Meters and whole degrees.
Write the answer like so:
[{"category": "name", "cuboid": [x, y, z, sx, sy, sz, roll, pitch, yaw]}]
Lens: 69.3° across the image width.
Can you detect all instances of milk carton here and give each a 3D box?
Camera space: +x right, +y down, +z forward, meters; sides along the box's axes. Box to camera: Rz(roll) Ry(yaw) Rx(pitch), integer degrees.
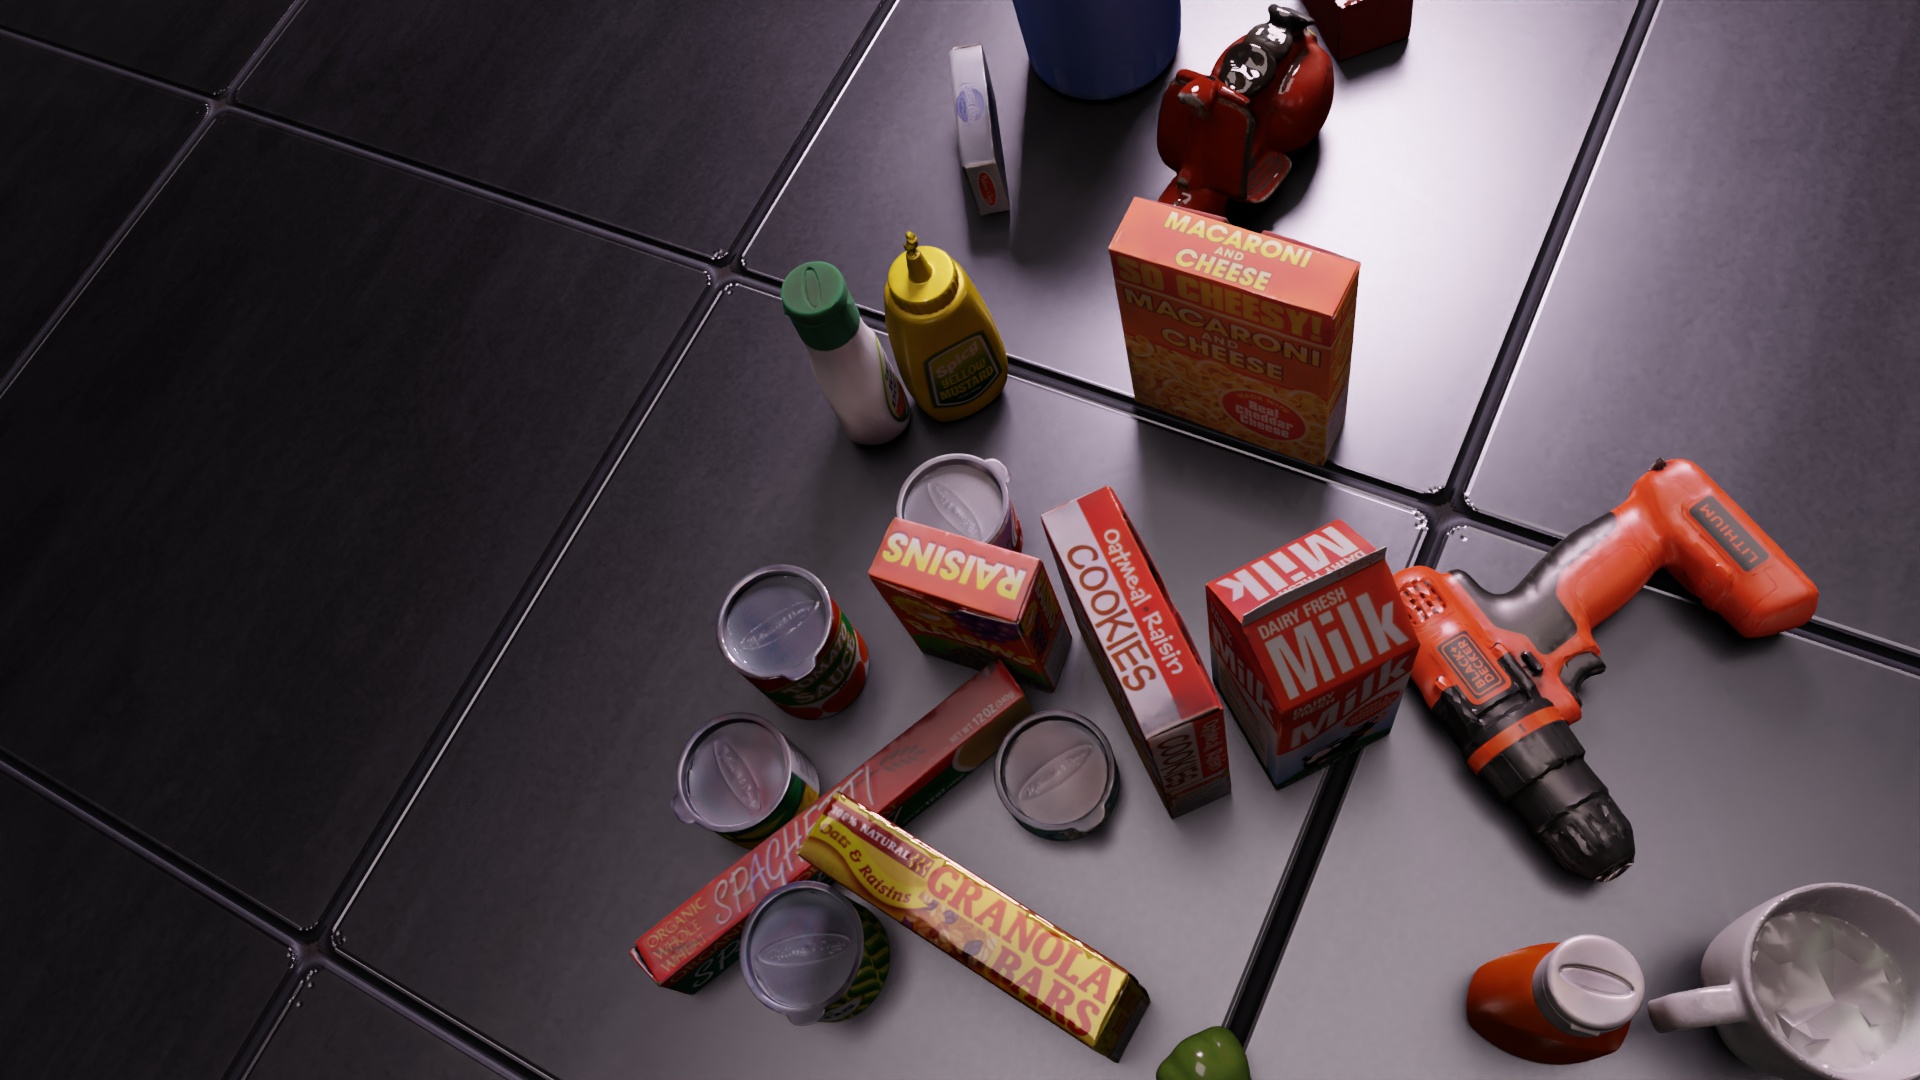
[{"category": "milk carton", "cuboid": [0.169, 0.054, 0.677, 0.072, 0.190, 0.073, -27, 64, 0]}]

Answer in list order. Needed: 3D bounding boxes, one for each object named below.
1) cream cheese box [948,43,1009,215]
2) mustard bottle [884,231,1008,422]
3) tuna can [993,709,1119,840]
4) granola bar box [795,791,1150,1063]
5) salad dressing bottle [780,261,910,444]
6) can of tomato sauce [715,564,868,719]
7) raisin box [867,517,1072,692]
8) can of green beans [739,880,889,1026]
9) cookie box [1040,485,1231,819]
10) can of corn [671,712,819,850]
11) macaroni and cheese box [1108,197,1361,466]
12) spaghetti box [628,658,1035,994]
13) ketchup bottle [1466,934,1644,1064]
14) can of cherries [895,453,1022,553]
[{"category": "cream cheese box", "cuboid": [0.013, -0.276, 0.935, 0.024, 0.053, 0.104, -9, 65, 8]}, {"category": "mustard bottle", "cuboid": [-0.014, -0.128, 0.815, 0.065, 0.159, 0.049, -30, 64, -2]}, {"category": "tuna can", "cuboid": [0.054, 0.130, 0.755, 0.071, 0.032, 0.071, -4, 66, 10]}, {"category": "granola bar box", "cuboid": [0.010, 0.192, 0.686, 0.166, 0.124, 0.039, 27, 75, 22]}, {"category": "salad dressing bottle", "cuboid": [-0.067, -0.109, 0.825, 0.044, 0.147, 0.064, -14, 65, 6]}, {"category": "can of tomato sauce", "cuboid": [-0.092, 0.061, 0.790, 0.071, 0.083, 0.071, -5, 66, 10]}, {"category": "raisin box", "cuboid": [0.008, 0.038, 0.756, 0.086, 0.123, 0.040, 17, 71, 19]}, {"category": "can of green beans", "cuboid": [-0.075, 0.217, 0.730, 0.071, 0.057, 0.071, -5, 66, 10]}, {"category": "cookie box", "cuboid": [0.092, 0.061, 0.703, 0.040, 0.167, 0.123, -25, 64, 1]}, {"category": "can of corn", "cuboid": [-0.120, 0.137, 0.775, 0.071, 0.058, 0.071, -5, 66, 10]}, {"category": "macaroni and cheese box", "cuboid": [0.152, -0.112, 0.769, 0.124, 0.166, 0.040, 22, 73, 20]}, {"category": "spaghetti box", "cuboid": [-0.065, 0.158, 0.759, 0.250, 0.050, 0.029, -38, 64, -6]}, {"category": "ketchup bottle", "cuboid": [0.265, 0.203, 0.613, 0.065, 0.148, 0.044, 12, 70, 17]}, {"category": "can of cherries", "cuboid": [0.003, -0.010, 0.815, 0.071, 0.058, 0.072, -5, 66, 10]}]
